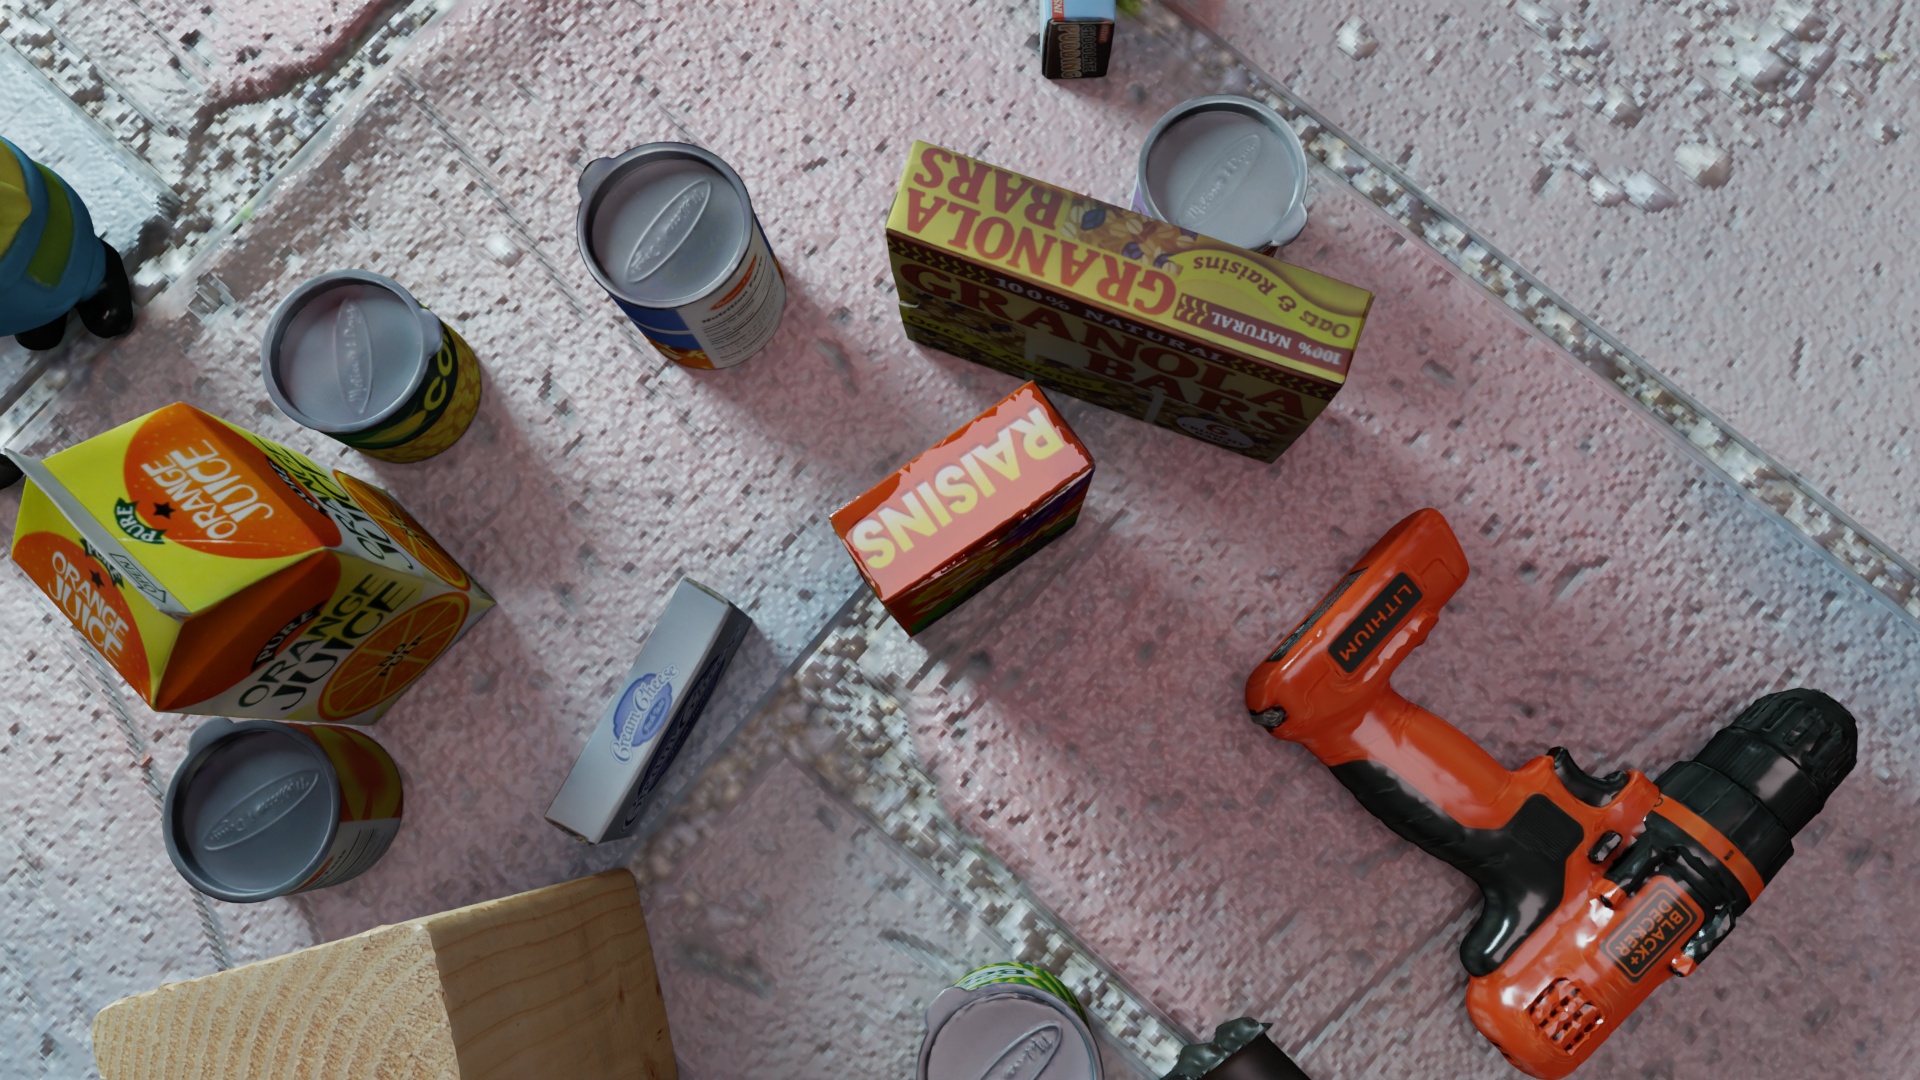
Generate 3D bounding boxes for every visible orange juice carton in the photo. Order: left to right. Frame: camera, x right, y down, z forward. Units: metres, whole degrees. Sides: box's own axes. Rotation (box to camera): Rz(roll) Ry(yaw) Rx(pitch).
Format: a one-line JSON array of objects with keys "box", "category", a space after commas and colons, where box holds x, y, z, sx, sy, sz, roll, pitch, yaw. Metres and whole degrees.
[{"box": [-0.244, 0.012, 0.482, 0.072, 0.192, 0.073, 43, 84, 8], "category": "orange juice carton"}]

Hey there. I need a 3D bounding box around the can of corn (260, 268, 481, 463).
[{"box": [-0.234, -0.069, 0.564, 0.071, 0.058, 0.071, 0, 80, 2], "category": "can of corn"}]

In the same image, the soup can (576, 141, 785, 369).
[{"box": [-0.110, -0.113, 0.556, 0.071, 0.083, 0.071, 0, 81, 2], "category": "soup can"}]

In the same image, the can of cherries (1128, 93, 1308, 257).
[{"box": [0.104, -0.136, 0.567, 0.071, 0.058, 0.071, 0, 80, 2], "category": "can of cherries"}]

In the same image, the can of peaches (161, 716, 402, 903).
[{"box": [-0.259, 0.101, 0.535, 0.071, 0.058, 0.071, 0, 80, 2], "category": "can of peaches"}]

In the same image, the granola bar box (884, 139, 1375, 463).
[{"box": [0.057, -0.084, 0.526, 0.166, 0.124, 0.039, 20, 82, 5], "category": "granola bar box"}]

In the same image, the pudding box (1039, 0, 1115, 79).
[{"box": [0.049, -0.247, 0.592, 0.030, 0.049, 0.084, -1, 80, 1], "category": "pudding box"}]

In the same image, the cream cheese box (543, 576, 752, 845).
[{"box": [-0.118, 0.067, 0.540, 0.024, 0.053, 0.104, 28, 82, 6], "category": "cream cheese box"}]

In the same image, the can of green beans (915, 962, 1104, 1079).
[{"box": [0.018, 0.193, 0.512, 0.071, 0.057, 0.071, 0, 80, 2], "category": "can of green beans"}]

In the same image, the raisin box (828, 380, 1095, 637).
[{"box": [0.002, -0.006, 0.514, 0.086, 0.123, 0.040, -33, 81, -4], "category": "raisin box"}]
